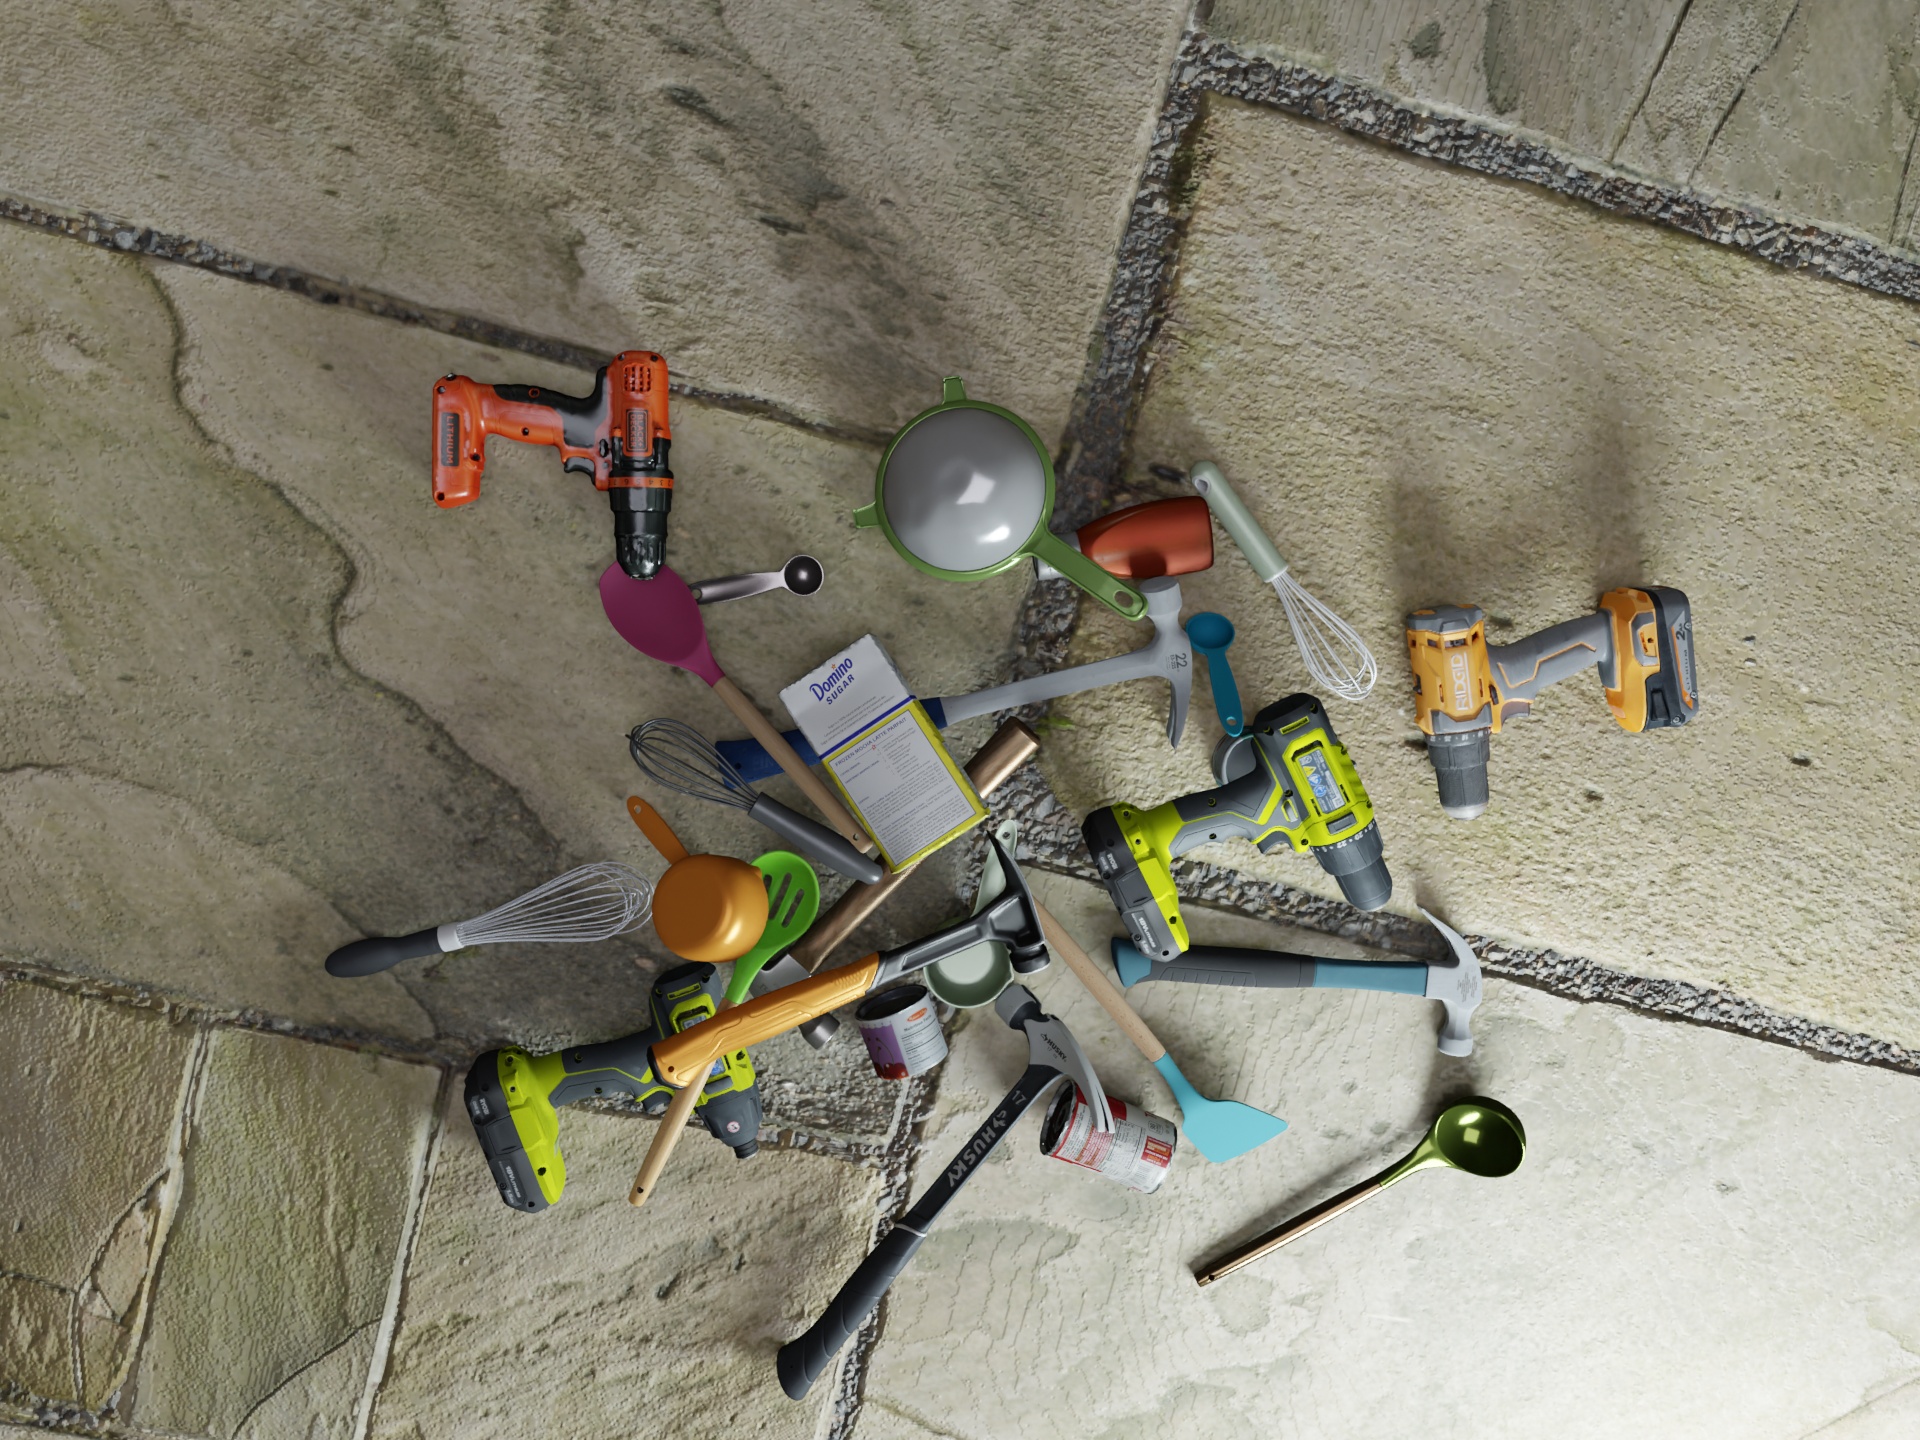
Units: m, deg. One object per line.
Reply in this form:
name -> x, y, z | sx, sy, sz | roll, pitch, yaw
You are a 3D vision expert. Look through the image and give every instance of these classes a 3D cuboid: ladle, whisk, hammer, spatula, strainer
ladle -> 0.352, 0.428, 1.413 | 0.320, 0.062, 0.078 | -29, 96, 2
whisk -> -0.167, 0.069, 1.297 | 0.239, 0.055, 0.055 | 31, 94, -6
hammer -> -0.095, 0.207, 1.291 | 0.337, 0.034, 0.127 | -22, 110, -11
whisk -> -0.394, 0.172, 1.328 | 0.284, 0.070, 0.070 | -13, 98, 2
spatula -> 0.155, 0.265, 1.374 | 0.082, 0.044, 0.317 | -36, 97, 26
hammer -> -0.027, 0.427, 1.367 | 0.409, 0.036, 0.149 | -52, 55, 9
hammer -> 0.294, 0.221, 1.393 | 0.331, 0.033, 0.128 | 4, 97, -5
hammer -> -0.059, 0.122, 1.335 | 0.130, 0.031, 0.331 | 43, 100, -4
strainer -> 0.042, -0.161, 1.277 | 0.256, 0.069, 0.151 | 35, 92, 9
hammer -> -0.002, -0.004, 1.335 | 0.405, 0.035, 0.144 | -14, 110, 0
whisk -> 0.273, -0.119, 1.348 | 0.059, 0.058, 0.246 | -41, 96, -33

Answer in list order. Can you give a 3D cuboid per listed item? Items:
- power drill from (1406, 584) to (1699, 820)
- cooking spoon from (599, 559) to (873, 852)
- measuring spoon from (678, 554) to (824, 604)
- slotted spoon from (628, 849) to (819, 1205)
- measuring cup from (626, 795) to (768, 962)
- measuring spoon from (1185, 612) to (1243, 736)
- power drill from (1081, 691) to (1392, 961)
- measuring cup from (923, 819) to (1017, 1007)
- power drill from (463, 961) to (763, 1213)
power drill -> 0.501, -0.018, 1.358 | 0.226, 0.084, 0.185 | -9, 98, 1
cooking spoon -> -0.182, -0.013, 1.306 | 0.069, 0.017, 0.319 | -42, 84, 0
measuring spoon -> -0.174, -0.114, 1.329 | 0.124, 0.018, 0.034 | -9, 98, 4
slotted spoon -> -0.200, 0.252, 1.305 | 0.070, 0.031, 0.314 | 25, 87, 3
measuring cup -> -0.232, 0.122, 1.296 | 0.095, 0.052, 0.174 | -46, 70, 8
measuring spoon -> 0.216, -0.035, 1.328 | 0.042, 0.021, 0.129 | -5, 55, -3
power drill -> 0.235, 0.107, 1.324 | 0.228, 0.080, 0.190 | -26, 101, 5
measuring cup -> 0.017, 0.162, 1.364 | 0.083, 0.038, 0.167 | 16, 94, -6
power drill -> -0.286, 0.319, 1.342 | 0.223, 0.080, 0.171 | -19, 97, -5
